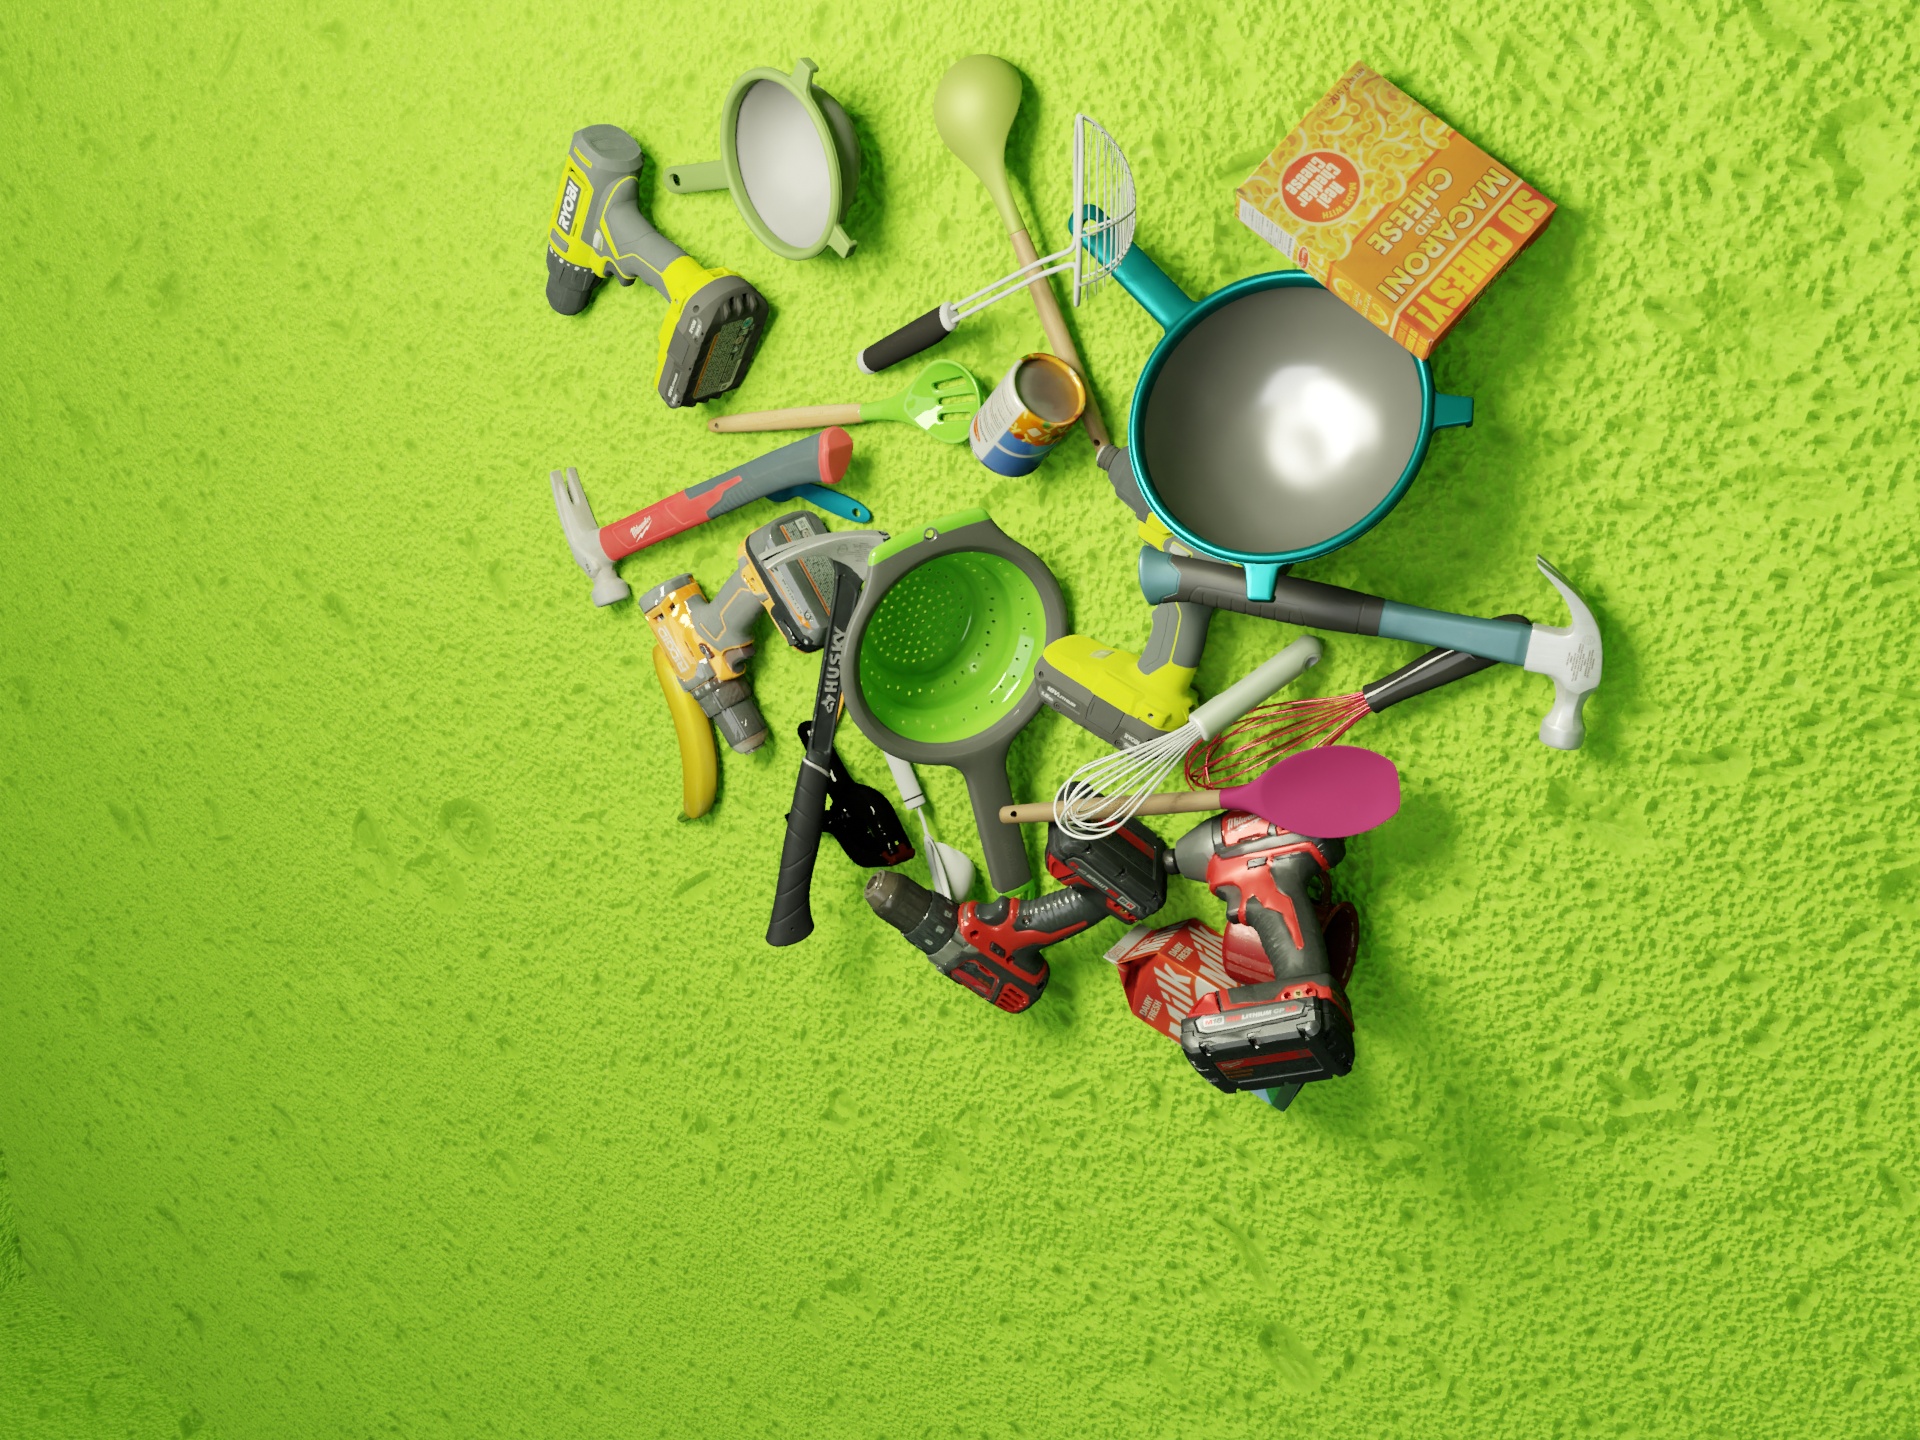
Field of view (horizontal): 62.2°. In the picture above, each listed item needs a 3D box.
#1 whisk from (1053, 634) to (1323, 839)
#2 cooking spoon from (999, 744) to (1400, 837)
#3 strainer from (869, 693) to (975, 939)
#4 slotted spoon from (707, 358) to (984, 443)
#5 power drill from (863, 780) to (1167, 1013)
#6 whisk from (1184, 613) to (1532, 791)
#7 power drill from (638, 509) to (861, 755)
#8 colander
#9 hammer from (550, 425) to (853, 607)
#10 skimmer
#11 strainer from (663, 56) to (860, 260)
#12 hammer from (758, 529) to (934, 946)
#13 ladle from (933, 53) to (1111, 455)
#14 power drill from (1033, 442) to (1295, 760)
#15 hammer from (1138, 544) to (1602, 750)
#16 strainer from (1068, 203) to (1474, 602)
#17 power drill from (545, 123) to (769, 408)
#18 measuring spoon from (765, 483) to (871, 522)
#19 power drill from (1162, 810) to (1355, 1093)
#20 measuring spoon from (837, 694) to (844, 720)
[{"bbox_3d":[0.175,0.010,1.215,0.246,0.057,0.059,-35,57,-3],"label":"whisk"},{"bbox_3d":[0.178,0.063,1.230,0.319,0.017,0.069,-6,90,24],"label":"cooking spoon"},{"bbox_3d":[-0.037,0.081,1.467,0.087,0.050,0.258,149,98,-79],"label":"strainer"},{"bbox_3d":[-0.104,-0.269,1.388,0.314,0.031,0.070,3,109,35],"label":"slotted spoon"},{"bbox_3d":[0.045,0.148,1.362,0.187,0.080,0.226,36,125,-19],"label":"power drill"},{"bbox_3d":[0.293,-0.008,1.203,0.296,0.073,0.073,-28,91,32],"label":"whisk"},{"bbox_3d":[-0.190,-0.077,1.488,0.226,0.084,0.185,-25,95,42],"label":"power drill"},{"bbox_3d":[-0.002,-0.004,1.376,0.095,0.204,0.396,44,153,55],"label":"colander"},{"bbox_3d":[-0.246,-0.216,1.476,0.386,0.038,0.143,-14,98,42],"label":"hammer"},{"bbox_3d":[0.005,-0.334,1.200,0.363,0.090,0.127,-12,74,52],"label":"skimmer"},{"bbox_3d":[-0.160,-0.468,1.337,0.256,0.069,0.151,16,126,48],"label":"strainer"},{"bbox_3d":[-0.130,0.024,1.419,0.036,0.149,0.408,-129,46,-57],"label":"hammer"},{"bbox_3d":[0.061,-0.358,1.241,0.078,0.062,0.320,-13,107,39],"label":"ladle"},{"bbox_3d":[0.151,-0.097,1.252,0.171,0.080,0.223,32,119,19],"label":"power drill"},{"bbox_3d":[0.287,-0.075,1.137,0.331,0.033,0.128,13,111,16],"label":"hammer"},{"bbox_3d":[0.196,-0.249,1.151,0.211,0.095,0.341,-43,66,11],"label":"strainer"},{"bbox_3d":[-0.288,-0.391,1.432,0.229,0.080,0.190,47,137,13],"label":"power drill"},{"bbox_3d":[-0.137,-0.202,1.436,0.129,0.021,0.042,25,120,26],"label":"measuring spoon"},{"bbox_3d":[0.222,0.161,1.201,0.143,0.220,0.078,-15,138,24],"label":"power drill"},{"bbox_3d":[-0.114,-0.024,1.499,0.021,0.011,0.116,42,129,25],"label":"measuring spoon"}]
